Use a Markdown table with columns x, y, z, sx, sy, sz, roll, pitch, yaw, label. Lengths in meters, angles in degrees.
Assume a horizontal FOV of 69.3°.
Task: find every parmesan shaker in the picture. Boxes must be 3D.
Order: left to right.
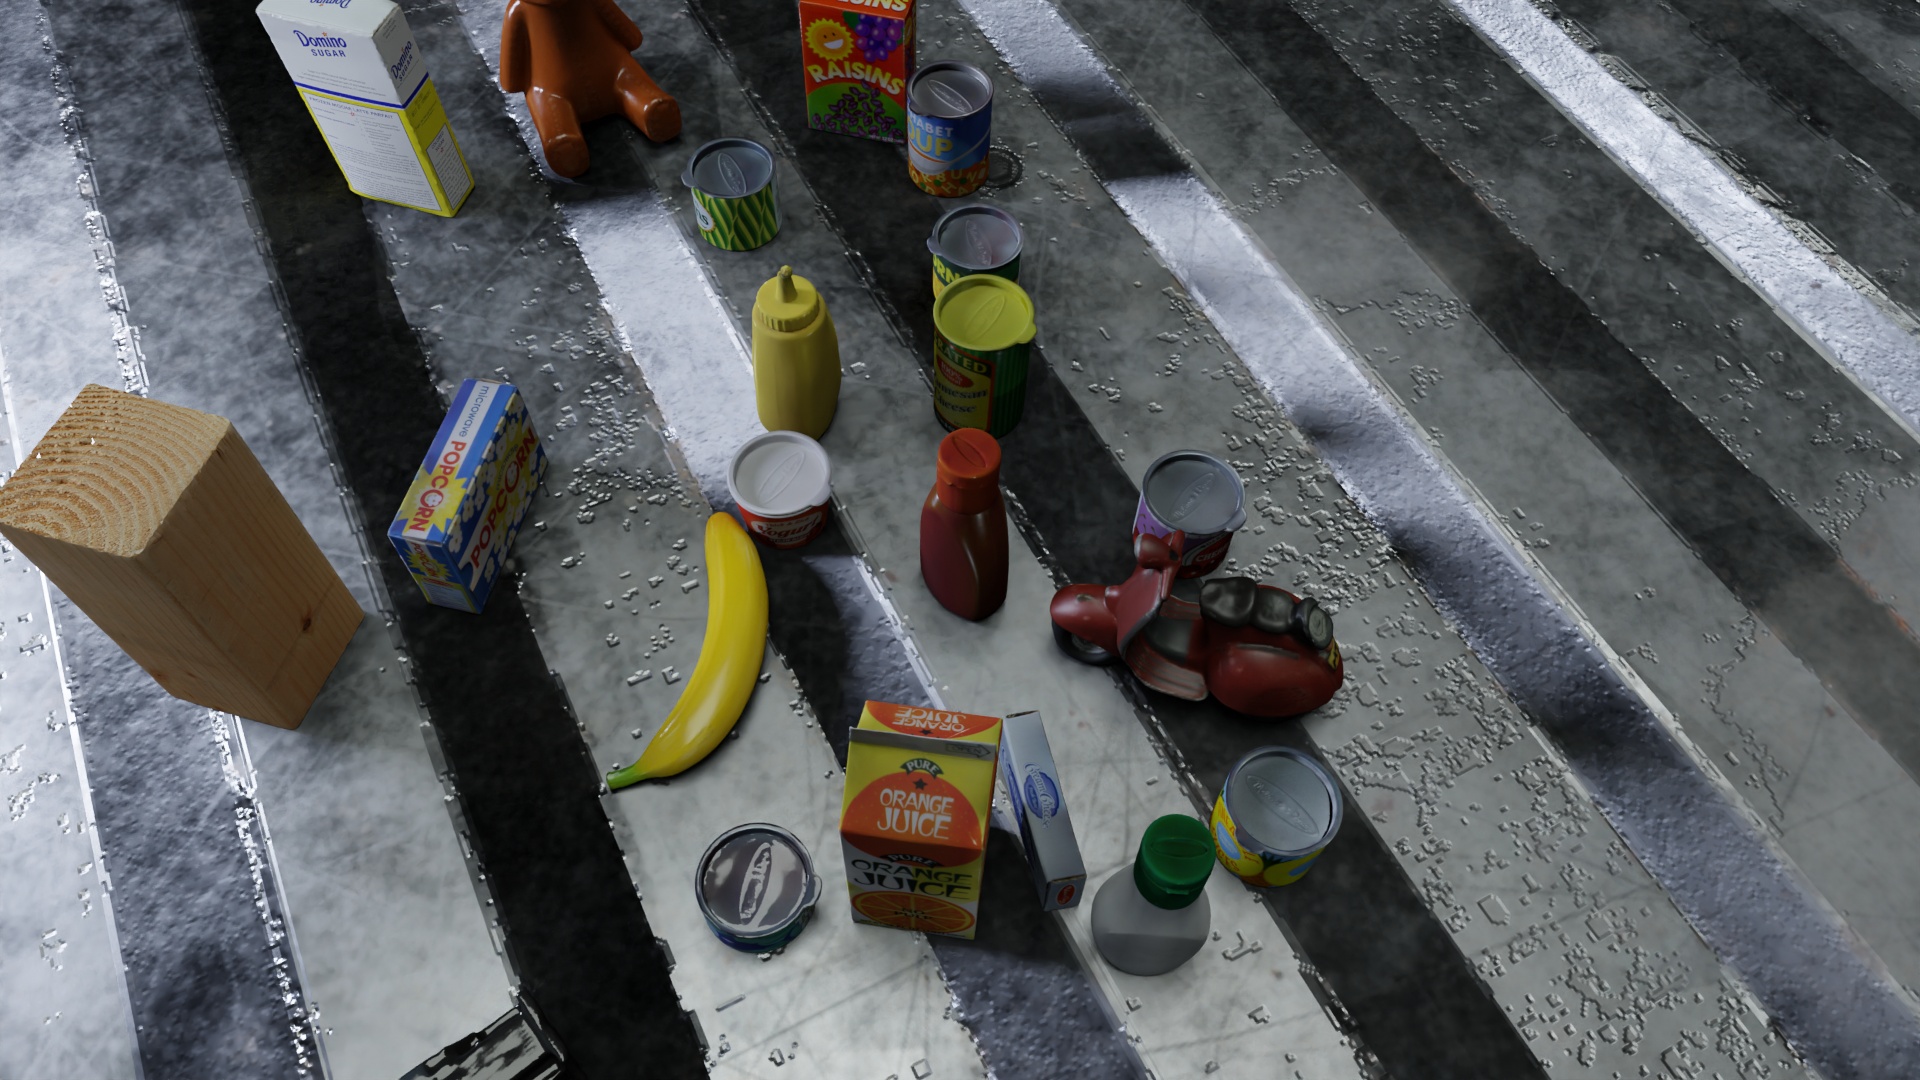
| x | y | z | sx | sy | sz | roll | pitch | yaw | label |
| --- | --- | --- | --- | --- | --- | --- | --- | --- | --- |
| 0.016 | -0.121 | 0.950 | 0.071 | 0.102 | 0.071 | 1 | 58 | -1 | parmesan shaker |

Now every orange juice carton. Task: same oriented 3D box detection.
| x | y | z | sx | sy | sz | roll | pitch | yaw | label |
| --- | --- | --- | --- | --- | --- | --- | --- | --- | --- |
| -0.020 | 0.142 | 0.727 | 0.072 | 0.191 | 0.073 | 8 | 58 | 3 | orange juice carton |

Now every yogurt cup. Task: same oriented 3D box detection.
| x | y | z | sx | sy | sz | roll | pitch | yaw | label |
| --- | --- | --- | --- | --- | --- | --- | --- | --- | --- |
| -0.117 | -0.031 | 0.917 | 0.072 | 0.053 | 0.073 | 1 | 57 | -1 | yogurt cup |

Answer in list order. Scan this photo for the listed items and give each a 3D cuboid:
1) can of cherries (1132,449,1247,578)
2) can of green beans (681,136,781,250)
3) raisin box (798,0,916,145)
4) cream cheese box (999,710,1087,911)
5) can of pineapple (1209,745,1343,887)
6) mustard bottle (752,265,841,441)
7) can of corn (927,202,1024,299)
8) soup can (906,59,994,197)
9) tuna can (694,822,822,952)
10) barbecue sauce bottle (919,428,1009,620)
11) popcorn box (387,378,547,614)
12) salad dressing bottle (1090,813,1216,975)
| x | y | z | sx | sy | sz | roll | pitch | yaw | label |
| --- | --- | --- | --- | --- | --- | --- | --- | --- | --- |
| 0.151 | -0.015 | 0.912 | 0.071 | 0.058 | 0.072 | 1 | 57 | -1 | can of cherries |
| -0.172 | -0.265 | 1.064 | 0.071 | 0.057 | 0.071 | 1 | 57 | -1 | can of green beans |
| -0.079 | -0.380 | 1.102 | 0.086 | 0.122 | 0.040 | 12 | 58 | 6 | raisin box |
| 0.046 | 0.156 | 0.802 | 0.024 | 0.053 | 0.104 | -11 | 58 | -8 | cream cheese box |
| 0.179 | 0.161 | 0.801 | 0.071 | 0.057 | 0.071 | 1 | 57 | -1 | can of pineapple |
| -0.110 | -0.129 | 0.918 | 0.049 | 0.159 | 0.065 | 17 | 59 | 9 | mustard bottle |
| 0.010 | -0.205 | 1.030 | 0.071 | 0.058 | 0.071 | 1 | 57 | -1 | can of corn |
| -0.011 | -0.320 | 1.089 | 0.071 | 0.083 | 0.071 | 1 | 57 | -1 | soup can |
| -0.112 | 0.197 | 0.784 | 0.071 | 0.032 | 0.071 | 1 | 57 | -1 | tuna can |
| 0.003 | -0.011 | 0.852 | 0.044 | 0.147 | 0.065 | -35 | 65 | -21 | barbecue sauce bottle |
| -0.312 | -0.029 | 0.892 | 0.038 | 0.084 | 0.127 | 10 | 58 | 5 | popcorn box |
| 0.104 | 0.187 | 0.728 | 0.064 | 0.147 | 0.044 | 4 | 58 | 1 | salad dressing bottle |
